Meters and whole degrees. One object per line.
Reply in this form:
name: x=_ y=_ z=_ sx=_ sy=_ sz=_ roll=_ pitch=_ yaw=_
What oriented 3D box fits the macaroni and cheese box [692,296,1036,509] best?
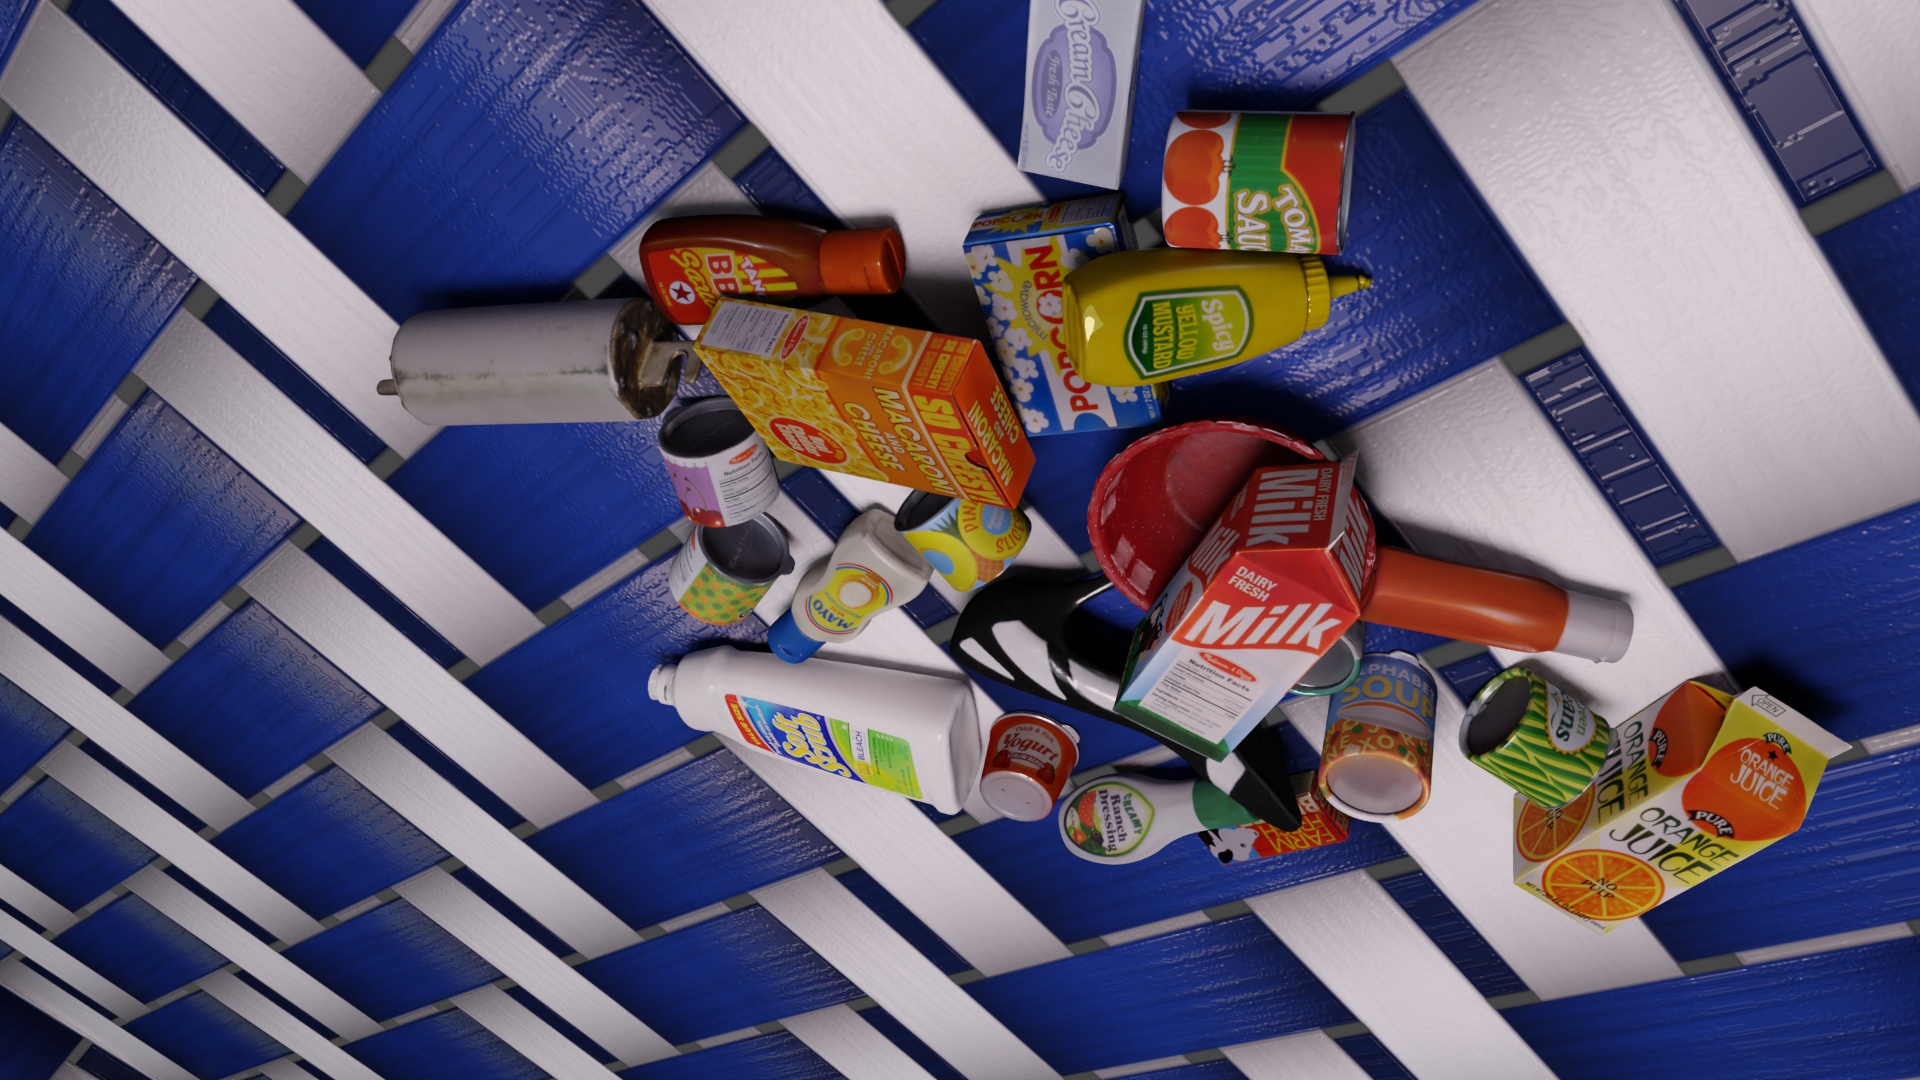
macaroni and cheese box: x=-0.052 y=-0.076 z=0.793 sx=0.166 sy=0.040 sz=0.123 roll=14 pitch=157 yaw=25

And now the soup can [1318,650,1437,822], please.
soup can: x=0.260 y=0.120 z=0.860 sx=0.071 sy=0.084 sz=0.071 roll=11 pitch=132 yaw=13

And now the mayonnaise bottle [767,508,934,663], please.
mayonnaise bottle: x=-0.081 y=0.038 z=0.953 sx=0.064 sy=0.041 sz=0.147 roll=37 pitch=132 yaw=-14

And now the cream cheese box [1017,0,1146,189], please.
cream cheese box: x=0.059 y=-0.226 z=0.680 sx=0.053 sy=0.024 sz=0.103 roll=13 pitch=133 yaw=11

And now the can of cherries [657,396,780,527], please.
can of cherries: x=-0.155 y=-0.051 z=0.891 sx=0.071 sy=0.072 sz=0.058 roll=4 pitch=131 yaw=19

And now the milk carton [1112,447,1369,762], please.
milk carton: x=0.160 y=0.032 z=0.754 sx=0.073 sy=0.073 sz=0.189 roll=27 pitch=135 yaw=-3

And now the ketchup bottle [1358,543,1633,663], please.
ketchup bottle: x=0.302 y=0.038 z=0.793 sx=0.149 sy=0.043 sz=0.064 roll=12 pitch=167 yaw=3

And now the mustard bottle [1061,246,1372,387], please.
mustard bottle: x=0.133 y=-0.120 z=0.703 sx=0.160 sy=0.049 sz=0.065 roll=-11 pitch=125 yaw=-4

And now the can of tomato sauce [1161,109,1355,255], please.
can of tomato sauce: x=0.143 y=-0.170 z=0.664 sx=0.083 sy=0.071 sz=0.070 roll=6 pitch=131 yaw=17

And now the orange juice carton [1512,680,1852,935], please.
orange juice carton: x=0.424 y=0.153 z=0.831 sx=0.072 sy=0.073 sz=0.191 roll=31 pitch=133 yaw=-6

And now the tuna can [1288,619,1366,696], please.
tuna can: x=0.216 y=0.065 z=0.865 sx=0.071 sy=0.033 sz=0.070 roll=11 pitch=132 yaw=13

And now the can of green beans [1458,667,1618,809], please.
can of green beans: x=0.345 y=0.118 z=0.837 sx=0.058 sy=0.071 sz=0.071 roll=33 pitch=133 yaw=-7

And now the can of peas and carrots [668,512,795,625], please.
can of peas and carrots: x=-0.156 y=0.017 z=0.949 sx=0.071 sy=0.071 sz=0.058 roll=34 pitch=134 yaw=-9

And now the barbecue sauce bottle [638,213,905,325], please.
barbecue sauce bottle: x=-0.106 y=-0.156 z=0.793 sx=0.148 sy=0.044 sz=0.064 roll=1 pitch=135 yaw=20

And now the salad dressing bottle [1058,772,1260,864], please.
salad dressing bottle: x=0.141 y=0.192 z=0.984 sx=0.147 sy=0.064 sz=0.044 roll=-19 pitch=163 yaw=34

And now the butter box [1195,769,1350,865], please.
butter box: x=0.218 y=0.198 z=0.985 sx=0.103 sy=0.024 sz=0.053 roll=-22 pitch=117 yaw=35

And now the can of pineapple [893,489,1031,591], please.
can of pineapple: x=0.003 y=-0.011 z=0.860 sx=0.071 sy=0.071 sz=0.057 roll=-27 pitch=117 yaw=37

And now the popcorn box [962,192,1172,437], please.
popcorn box: x=0.061 y=-0.121 z=0.761 sx=0.085 sy=0.038 sz=0.126 roll=-4 pitch=127 yaw=23

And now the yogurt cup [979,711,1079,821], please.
yogurt cup: x=0.047 y=0.166 z=1.005 sx=0.072 sy=0.054 sz=0.072 roll=12 pitch=133 yaw=13
